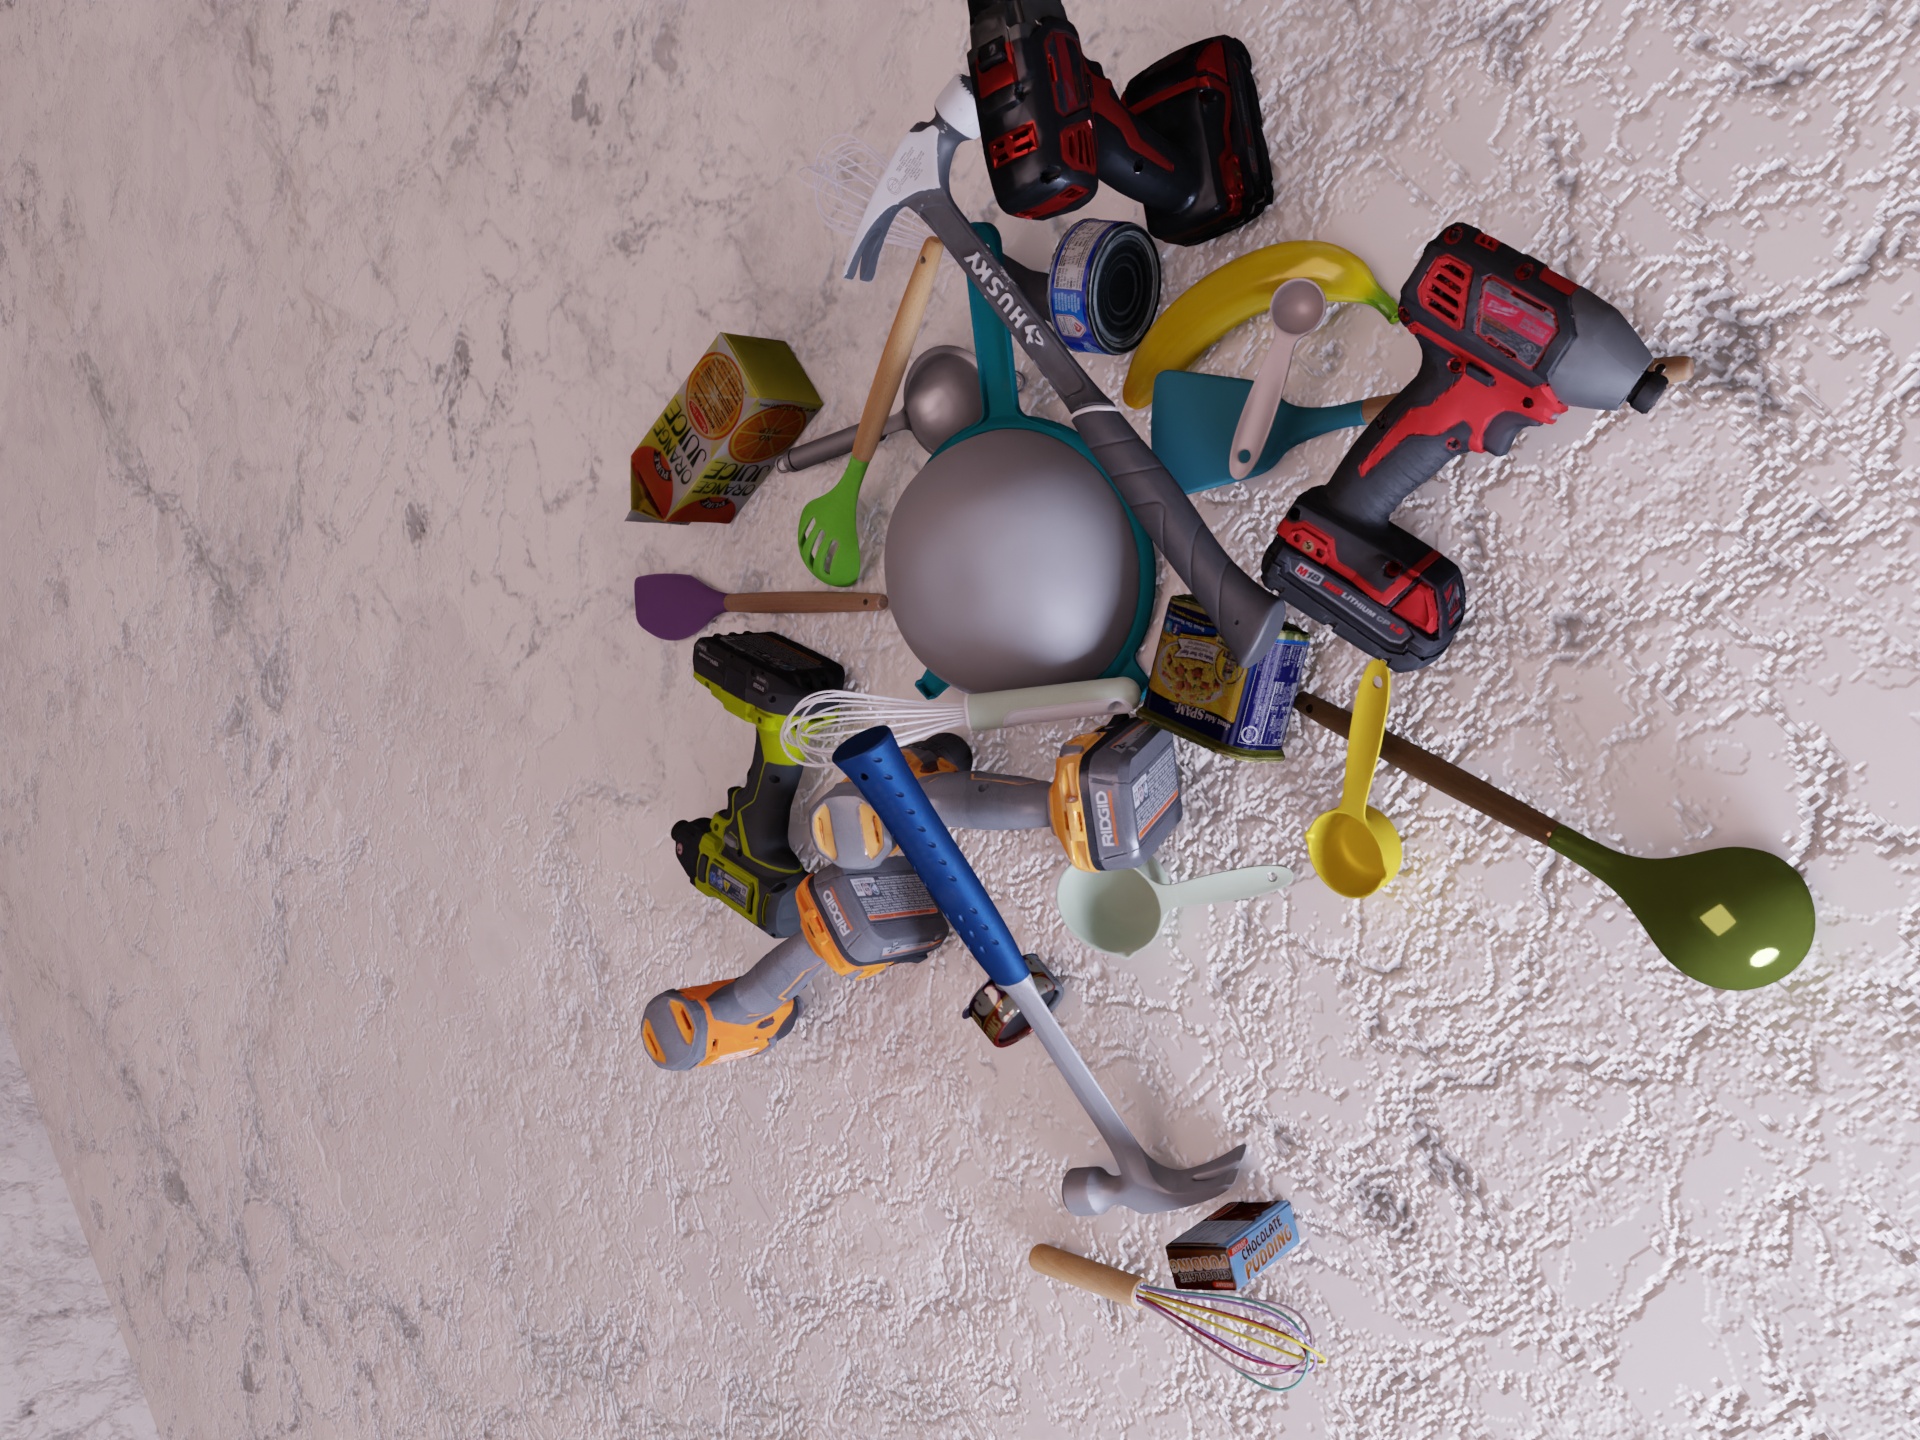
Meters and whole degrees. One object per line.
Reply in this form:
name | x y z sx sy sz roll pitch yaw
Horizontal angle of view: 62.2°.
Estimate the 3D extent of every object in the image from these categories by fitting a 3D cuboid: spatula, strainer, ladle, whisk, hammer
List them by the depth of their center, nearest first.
ladle | 0.323 0.052 0.908 0.320 0.062 0.078 33 117 41
spatula | 0.257 -0.184 0.931 0.317 0.044 0.082 -1 88 40
hammer | 0.068 -0.203 0.989 0.149 0.036 0.409 -43 73 32
hammer | 0.044 0.173 1.029 0.144 0.035 0.405 -16 116 35
whisk | -0.002 -0.003 1.066 0.246 0.057 0.059 -7 55 9
strainer | 0.013 -0.161 1.076 0.211 0.095 0.340 2 105 35
whisk | 0.143 0.404 1.095 0.245 0.047 0.051 2 84 45
whisk | -0.011 -0.344 1.140 0.285 0.070 0.070 37 117 27
strainer | -0.060 -0.221 1.207 0.258 0.050 0.087 -10 102 44
spatula | -0.176 -0.096 1.333 0.316 0.018 0.060 3 98 42

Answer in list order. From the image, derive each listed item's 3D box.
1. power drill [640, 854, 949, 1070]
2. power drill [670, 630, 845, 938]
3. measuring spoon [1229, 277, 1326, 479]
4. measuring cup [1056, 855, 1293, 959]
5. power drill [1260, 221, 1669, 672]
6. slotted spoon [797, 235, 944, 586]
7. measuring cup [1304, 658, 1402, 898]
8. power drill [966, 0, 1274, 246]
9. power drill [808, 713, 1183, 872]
power drill | -0.121 0.193 1.241 0.226 0.164 0.084 -37 70 24
power drill | -0.175 0.046 1.309 0.171 0.080 0.223 26 114 41
measuring spoon | 0.190 -0.205 0.962 0.034 0.018 0.124 26 108 25
measuring cup | 0.145 0.109 1.063 0.167 0.038 0.083 -13 105 28
power drill | 0.273 -0.143 0.874 0.143 0.078 0.219 35 122 15
slotted spoon | -0.067 -0.216 1.167 0.070 0.031 0.313 44 135 20
measuring cup | 0.246 0.033 0.953 0.062 0.029 0.156 28 124 43
power drill | 0.085 -0.380 0.938 0.080 0.226 0.188 -12 87 41
power drill | 0.033 0.045 1.088 0.226 0.185 0.084 -4 103 24
